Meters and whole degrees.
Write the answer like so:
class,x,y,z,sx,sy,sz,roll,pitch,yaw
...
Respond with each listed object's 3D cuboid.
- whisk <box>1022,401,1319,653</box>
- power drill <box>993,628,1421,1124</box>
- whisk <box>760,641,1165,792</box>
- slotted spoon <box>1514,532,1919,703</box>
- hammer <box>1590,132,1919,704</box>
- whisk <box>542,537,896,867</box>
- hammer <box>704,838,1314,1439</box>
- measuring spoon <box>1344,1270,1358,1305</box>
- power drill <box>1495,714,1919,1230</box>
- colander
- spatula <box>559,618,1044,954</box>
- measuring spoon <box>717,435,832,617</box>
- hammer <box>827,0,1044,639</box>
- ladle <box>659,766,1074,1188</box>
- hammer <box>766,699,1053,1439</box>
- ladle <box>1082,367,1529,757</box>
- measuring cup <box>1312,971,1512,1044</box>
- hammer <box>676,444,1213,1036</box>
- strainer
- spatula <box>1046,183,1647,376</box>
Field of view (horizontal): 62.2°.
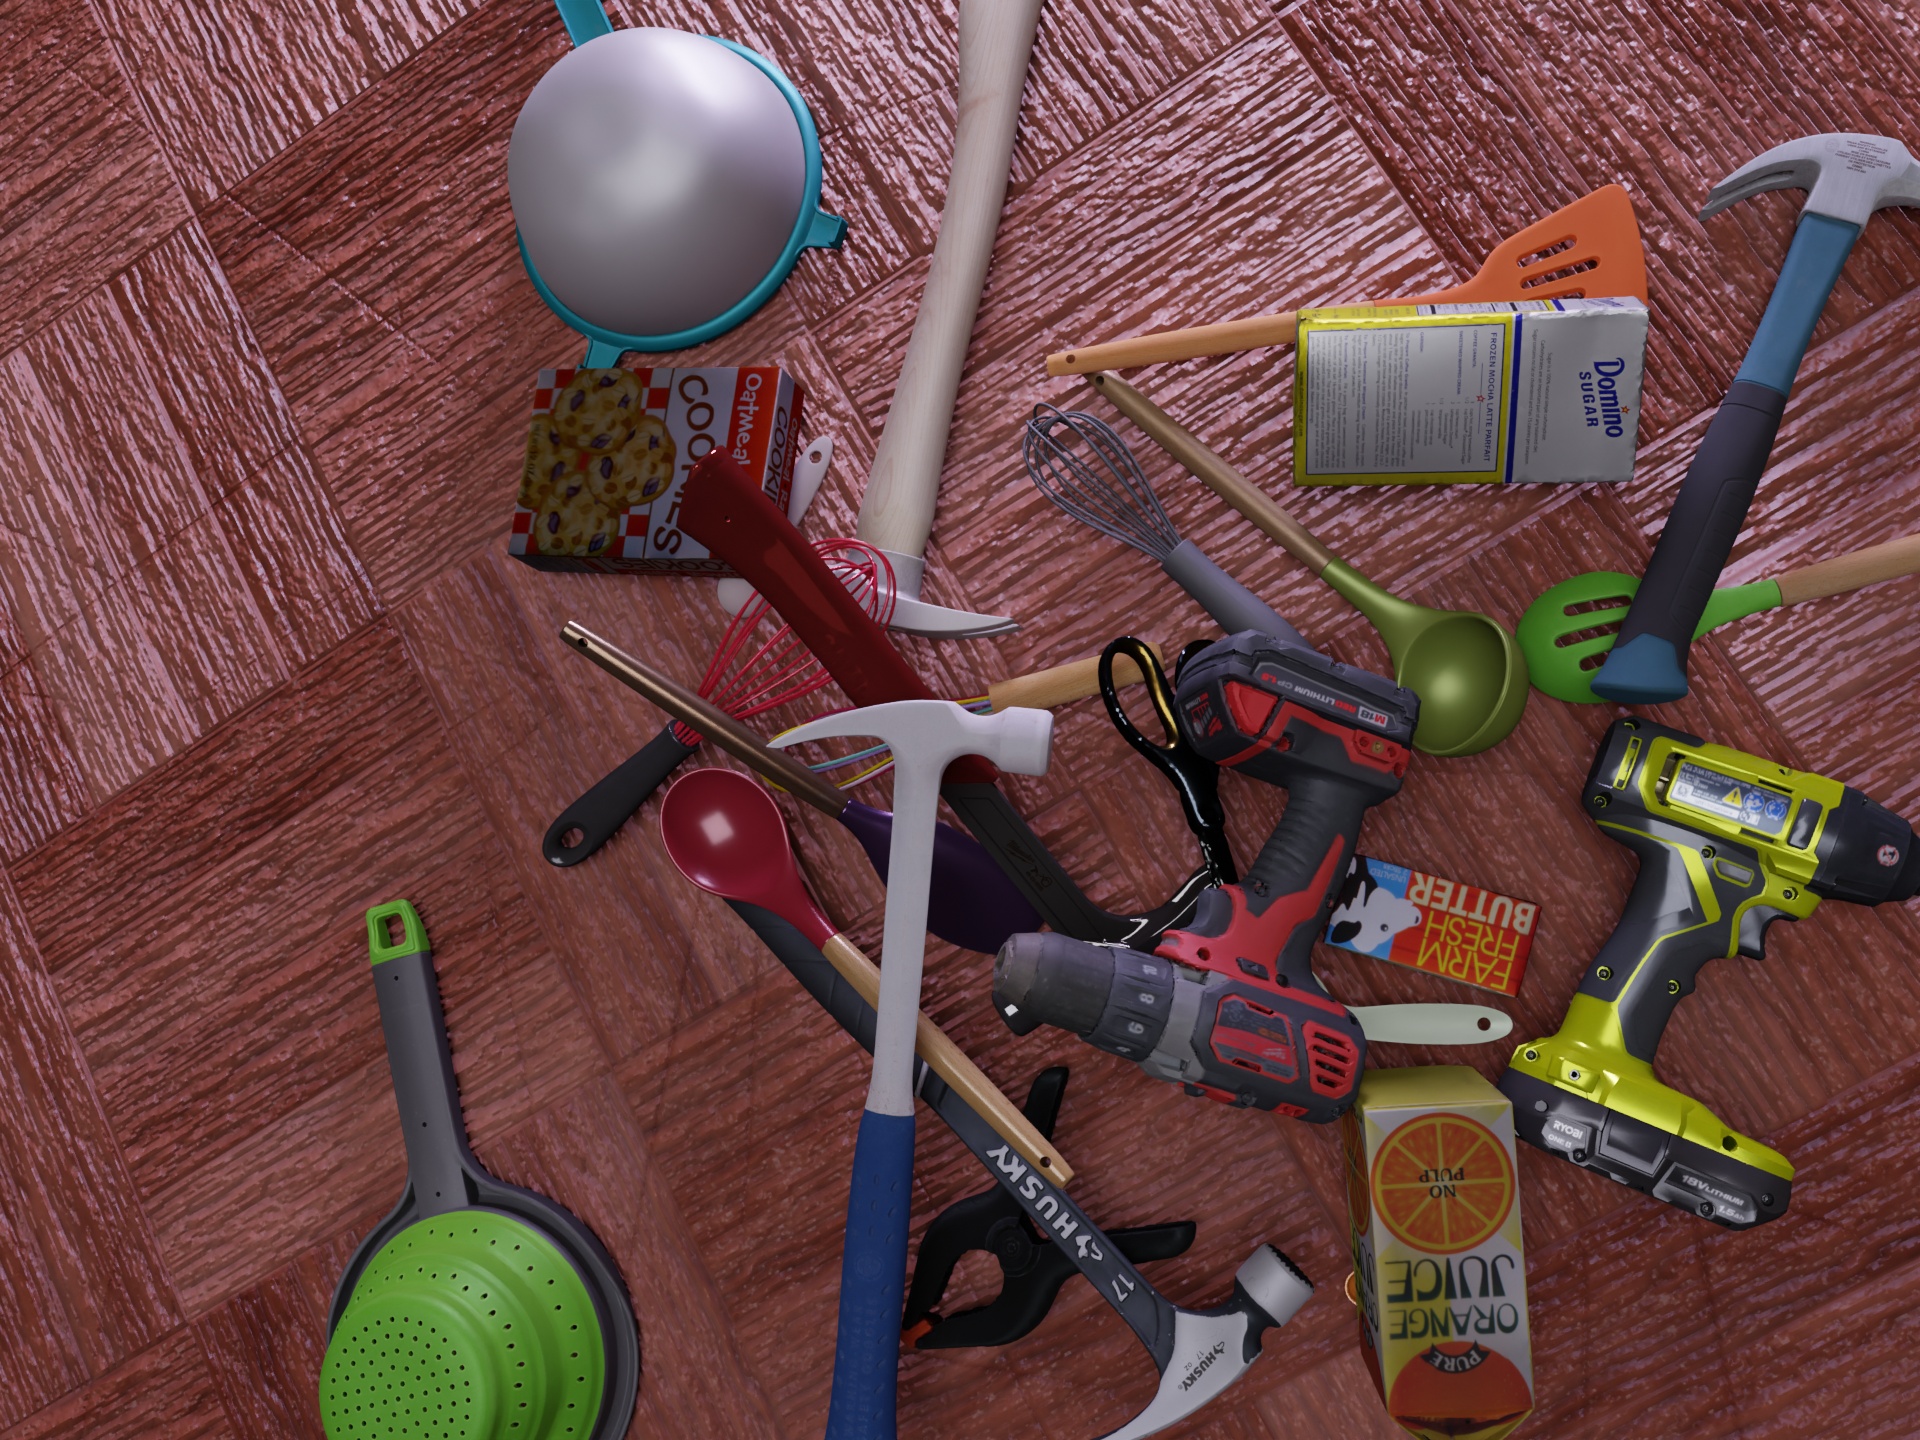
class,x,y,z,sx,sy,sz,roll,pitch,yaw
whisk,0.123,-0.094,0.895,0.239,0.055,0.055,44,95,10
power drill,0.128,0.073,0.801,0.188,0.080,0.227,19,73,-9
whisk,-0.001,-0.002,0.923,0.245,0.051,0.047,-16,101,8
slotted spoon,0.448,-0.076,0.822,0.314,0.031,0.070,-16,77,10
hammer,0.408,-0.156,0.820,0.128,0.033,0.331,24,83,17
whisk,-0.148,-0.002,0.928,0.296,0.073,0.073,-40,76,21
hammer,-0.009,0.211,0.872,0.149,0.036,0.409,-47,67,0
measuring spoon,0.231,0.255,0.848,0.021,0.011,0.117,19,85,15
power drill,0.375,0.127,0.792,0.171,0.080,0.223,21,86,15
colander,-0.319,0.301,0.934,0.204,0.094,0.397,-17,80,12
spatula,-0.089,0.037,0.893,0.316,0.018,0.060,34,99,-7
measuring spoon,-0.113,-0.120,0.971,0.034,0.018,0.124,29,90,16
hammer,0.004,-0.253,0.949,0.146,0.038,0.411,11,86,14
ladle,-0.053,0.139,0.874,0.316,0.031,0.069,42,94,21
hammer,-0.041,0.190,0.822,0.144,0.035,0.405,6,94,8
ladle,0.179,-0.101,0.878,0.320,0.062,0.078,44,120,18
measuring cup,0.206,0.160,0.852,0.167,0.038,0.083,0,84,6
hammer,-0.016,-0.003,0.852,0.149,0.037,0.359,-38,101,5
strainer,-0.225,-0.399,0.992,0.211,0.095,0.340,-27,79,10
spatula,0.207,-0.227,0.887,0.322,0.041,0.081,-7,82,10
